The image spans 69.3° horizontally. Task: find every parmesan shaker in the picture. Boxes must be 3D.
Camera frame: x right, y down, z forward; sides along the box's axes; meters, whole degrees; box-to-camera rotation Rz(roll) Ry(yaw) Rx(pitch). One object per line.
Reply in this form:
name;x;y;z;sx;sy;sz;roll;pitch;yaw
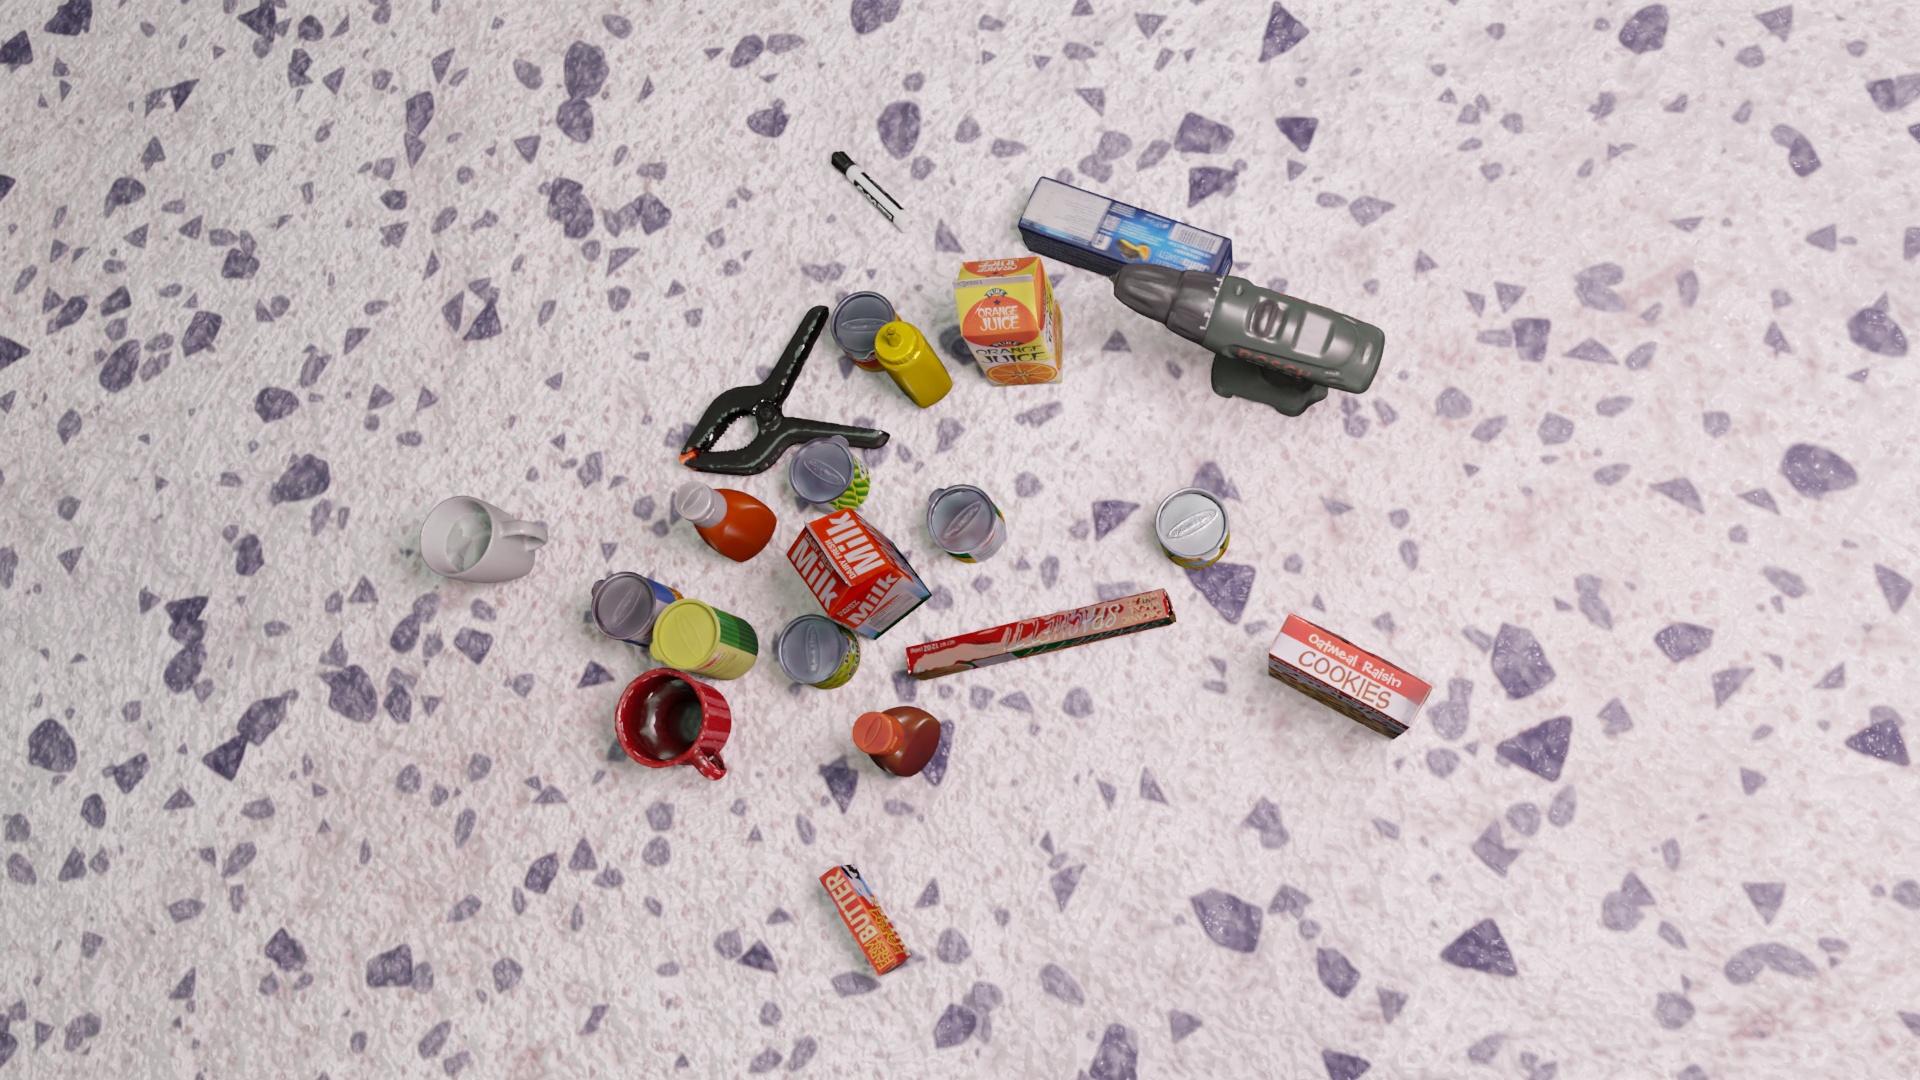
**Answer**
parmesan shaker;-0.243;0.097;1.323;0.071;0.103;0.071;-3;78;12

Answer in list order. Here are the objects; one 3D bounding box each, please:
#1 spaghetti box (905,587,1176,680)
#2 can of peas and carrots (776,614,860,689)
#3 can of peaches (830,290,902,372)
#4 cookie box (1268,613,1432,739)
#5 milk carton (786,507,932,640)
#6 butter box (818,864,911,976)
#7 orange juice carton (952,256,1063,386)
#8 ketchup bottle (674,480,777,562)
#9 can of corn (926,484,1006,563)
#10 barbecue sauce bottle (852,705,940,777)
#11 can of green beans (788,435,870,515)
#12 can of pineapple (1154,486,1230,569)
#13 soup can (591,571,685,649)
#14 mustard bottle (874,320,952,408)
spaghetti box;0.075;0.088;1.284;0.250;0.050;0.029;-14;76;9
can of peas and carrots;-0.131;0.106;1.320;0.071;0.058;0.071;-3;77;12
can of peaches;-0.090;-0.204;1.381;0.071;0.058;0.071;-3;77;12
cookie box;0.321;0.116;1.162;0.123;0.167;0.040;28;85;16
milk carton;-0.095;0.029;1.260;0.073;0.190;0.072;-38;73;2
butter box;-0.086;0.343;1.260;0.024;0.053;0.103;-36;73;3
orange juice carton;0.047;-0.206;1.281;0.072;0.192;0.073;-2;78;12
ketchup bottle;-0.225;-0.021;1.322;0.043;0.148;0.065;38;88;17
can of corn;0.005;-0.017;1.318;0.071;0.058;0.071;-3;77;12
barbecue sauce bottle;-0.058;0.177;1.241;0.044;0.148;0.065;26;85;16
can of green beans;-0.127;-0.061;1.357;0.071;0.057;0.071;-3;77;12
can of pineapple;0.213;-0.009;1.271;0.071;0.058;0.071;-3;77;12
soup can;-0.312;0.068;1.355;0.071;0.083;0.071;-3;78;12
mustard bottle;-0.051;-0.173;1.312;0.049;0.160;0.065;-38;73;2
